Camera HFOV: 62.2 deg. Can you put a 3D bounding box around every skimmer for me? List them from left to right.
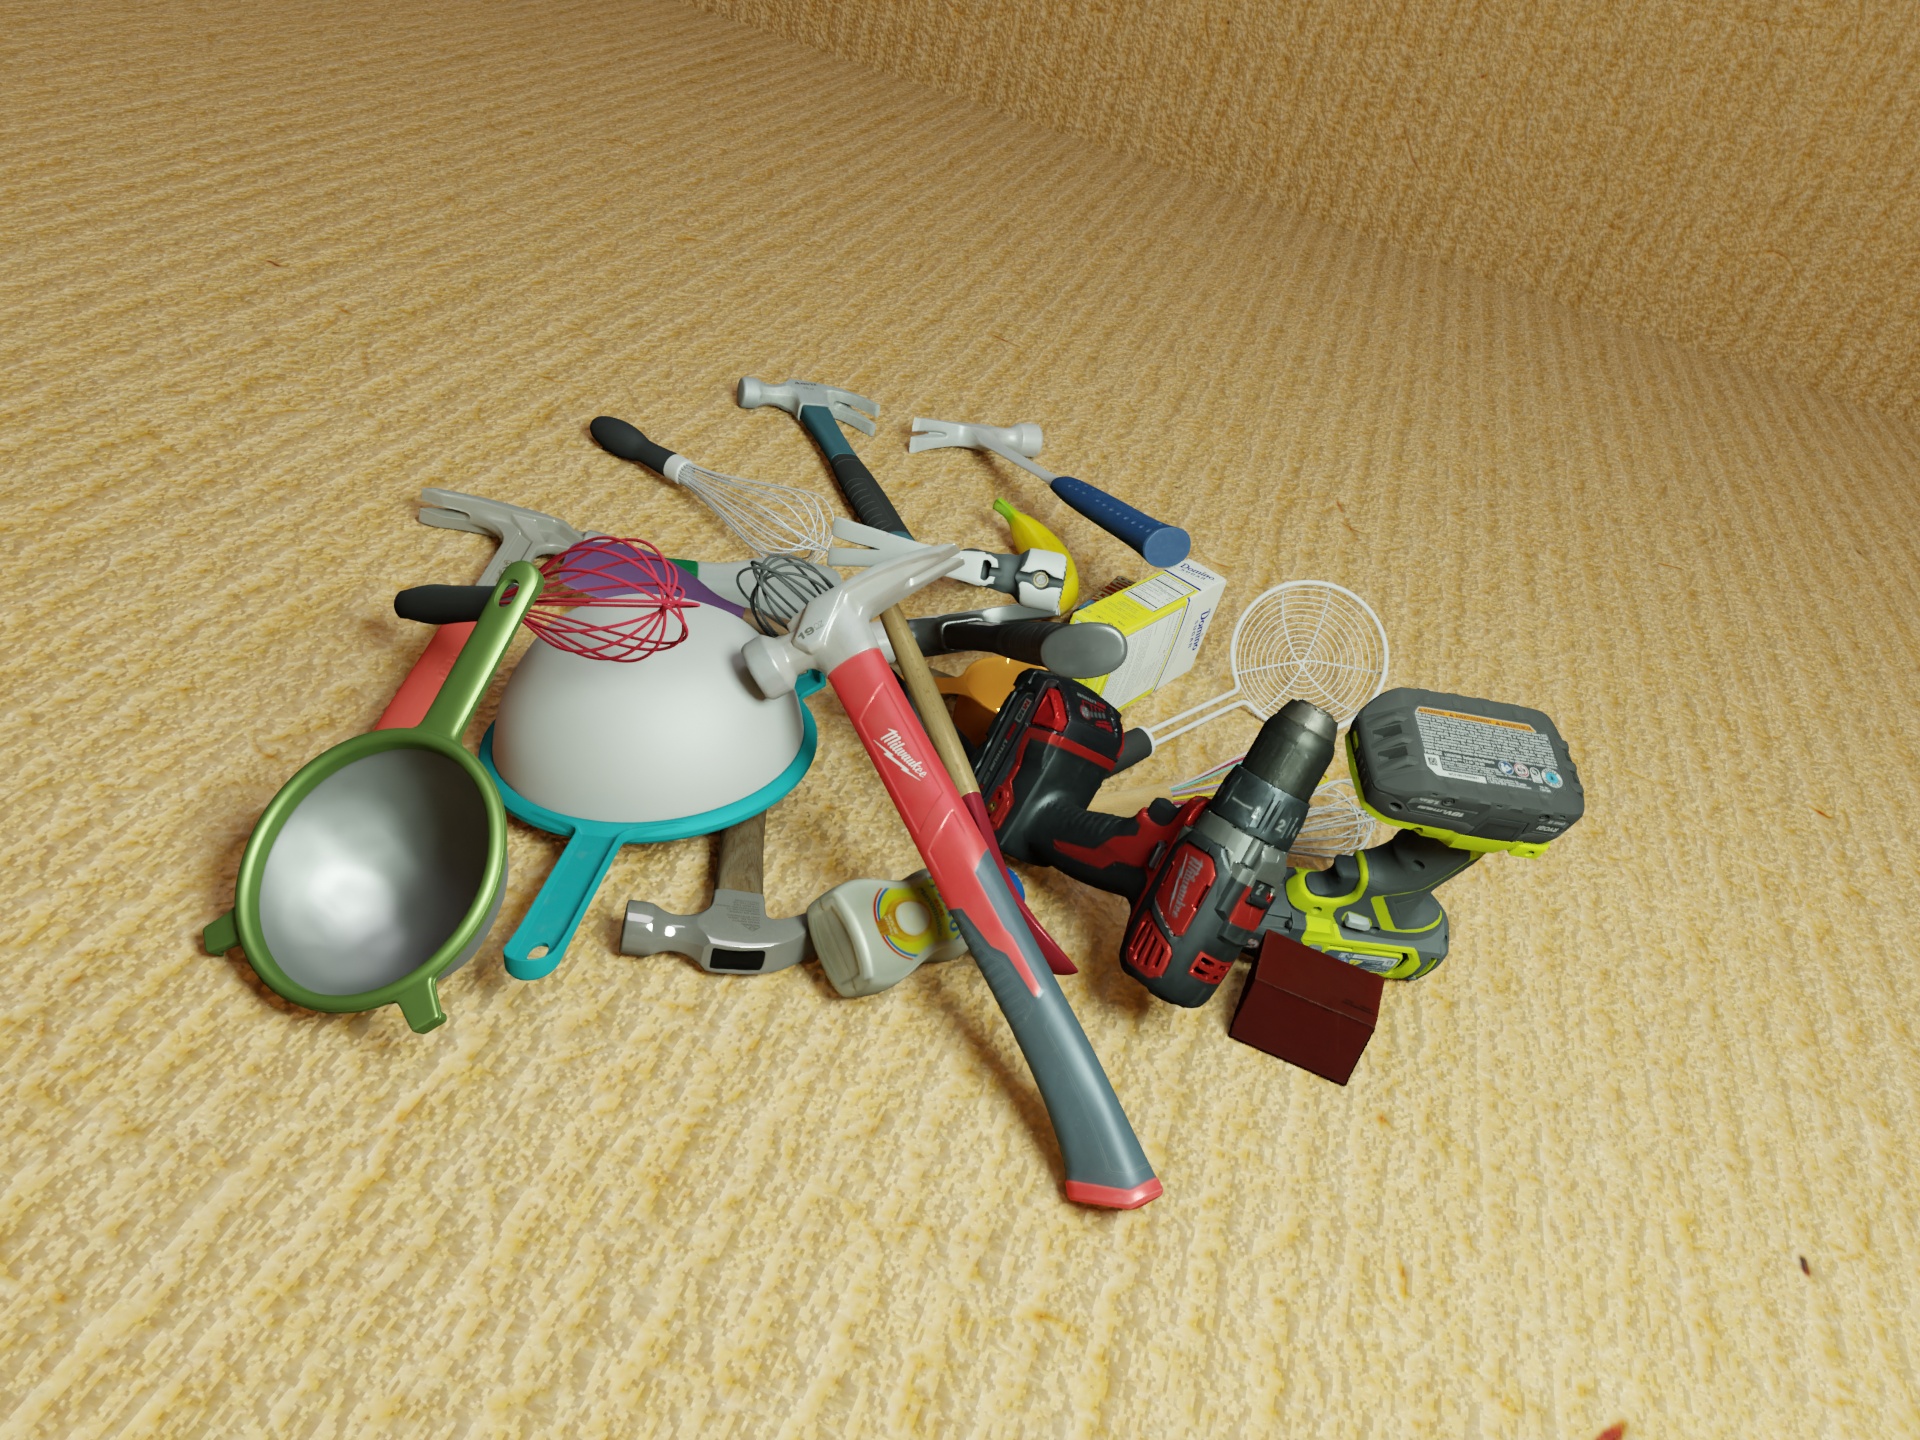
[{"bbox_3d":[0.193,-0.014,1.205,0.363,0.090,0.127,-23,81,-43],"label":"skimmer"}]

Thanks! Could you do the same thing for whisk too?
[{"bbox_3d":[-0.256,-0.070,0.940,0.296,0.073,0.073,3,17,43],"label":"whisk"},{"bbox_3d":[-0.212,-0.197,1.331,0.285,0.070,0.070,30,34,28],"label":"whisk"},{"bbox_3d":[-0.059,-0.028,1.051,0.238,0.055,0.055,44,18,-32],"label":"whisk"},{"bbox_3d":[0.166,0.052,1.136,0.245,0.051,0.047,-8,41,-29],"label":"whisk"},{"bbox_3d":[0.201,0.082,1.112,0.246,0.058,0.059,-8,6,-30],"label":"whisk"}]

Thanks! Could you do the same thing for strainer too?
[{"bbox_3d":[-0.273,0.038,0.842,0.151,0.069,0.256,14,69,21],"label":"strainer"},{"bbox_3d":[-0.202,0.012,0.931,0.211,0.095,0.341,4,30,5],"label":"strainer"}]

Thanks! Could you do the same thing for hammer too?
[{"bbox_3d":[-0.343,-0.056,1.067,0.149,0.036,0.359,14,32,-6],"label":"hammer"},{"bbox_3d":[-0.135,0.042,1.020,0.130,0.031,0.332,10,33,-11],"label":"hammer"},{"bbox_3d":[-0.102,-0.227,1.444,0.128,0.033,0.331,-1,37,-25],"label":"hammer"},{"bbox_3d":[0.001,-0.113,1.159,0.149,0.036,0.409,11,6,2],"label":"hammer"},{"bbox_3d":[0.018,0.082,0.878,0.143,0.038,0.387,-29,69,2],"label":"hammer"},{"bbox_3d":[0.038,-0.053,1.029,0.146,0.035,0.335,-8,7,-14],"label":"hammer"},{"bbox_3d":[0.082,-0.212,1.424,0.144,0.035,0.406,-1,22,-24],"label":"hammer"}]

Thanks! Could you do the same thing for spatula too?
[{"bbox_3d":[-0.136,-0.070,1.170,0.315,0.018,0.060,18,49,-11],"label":"spatula"}]

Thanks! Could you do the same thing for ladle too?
[{"bbox_3d":[-0.003,0.027,0.985,0.031,0.069,0.316,-28,57,6],"label":"ladle"}]

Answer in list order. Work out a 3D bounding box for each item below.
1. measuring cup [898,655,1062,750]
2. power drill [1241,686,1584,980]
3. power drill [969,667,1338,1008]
[{"bbox_3d":[-0.002,-0.004,1.135,0.173,0.052,0.095,3,35,-18],"label":"measuring cup"},{"bbox_3d":[0.253,0.081,0.965,0.171,0.223,0.080,9,51,-15],"label":"power drill"},{"bbox_3d":[0.113,0.044,0.966,0.080,0.188,0.227,24,7,-41],"label":"power drill"}]
